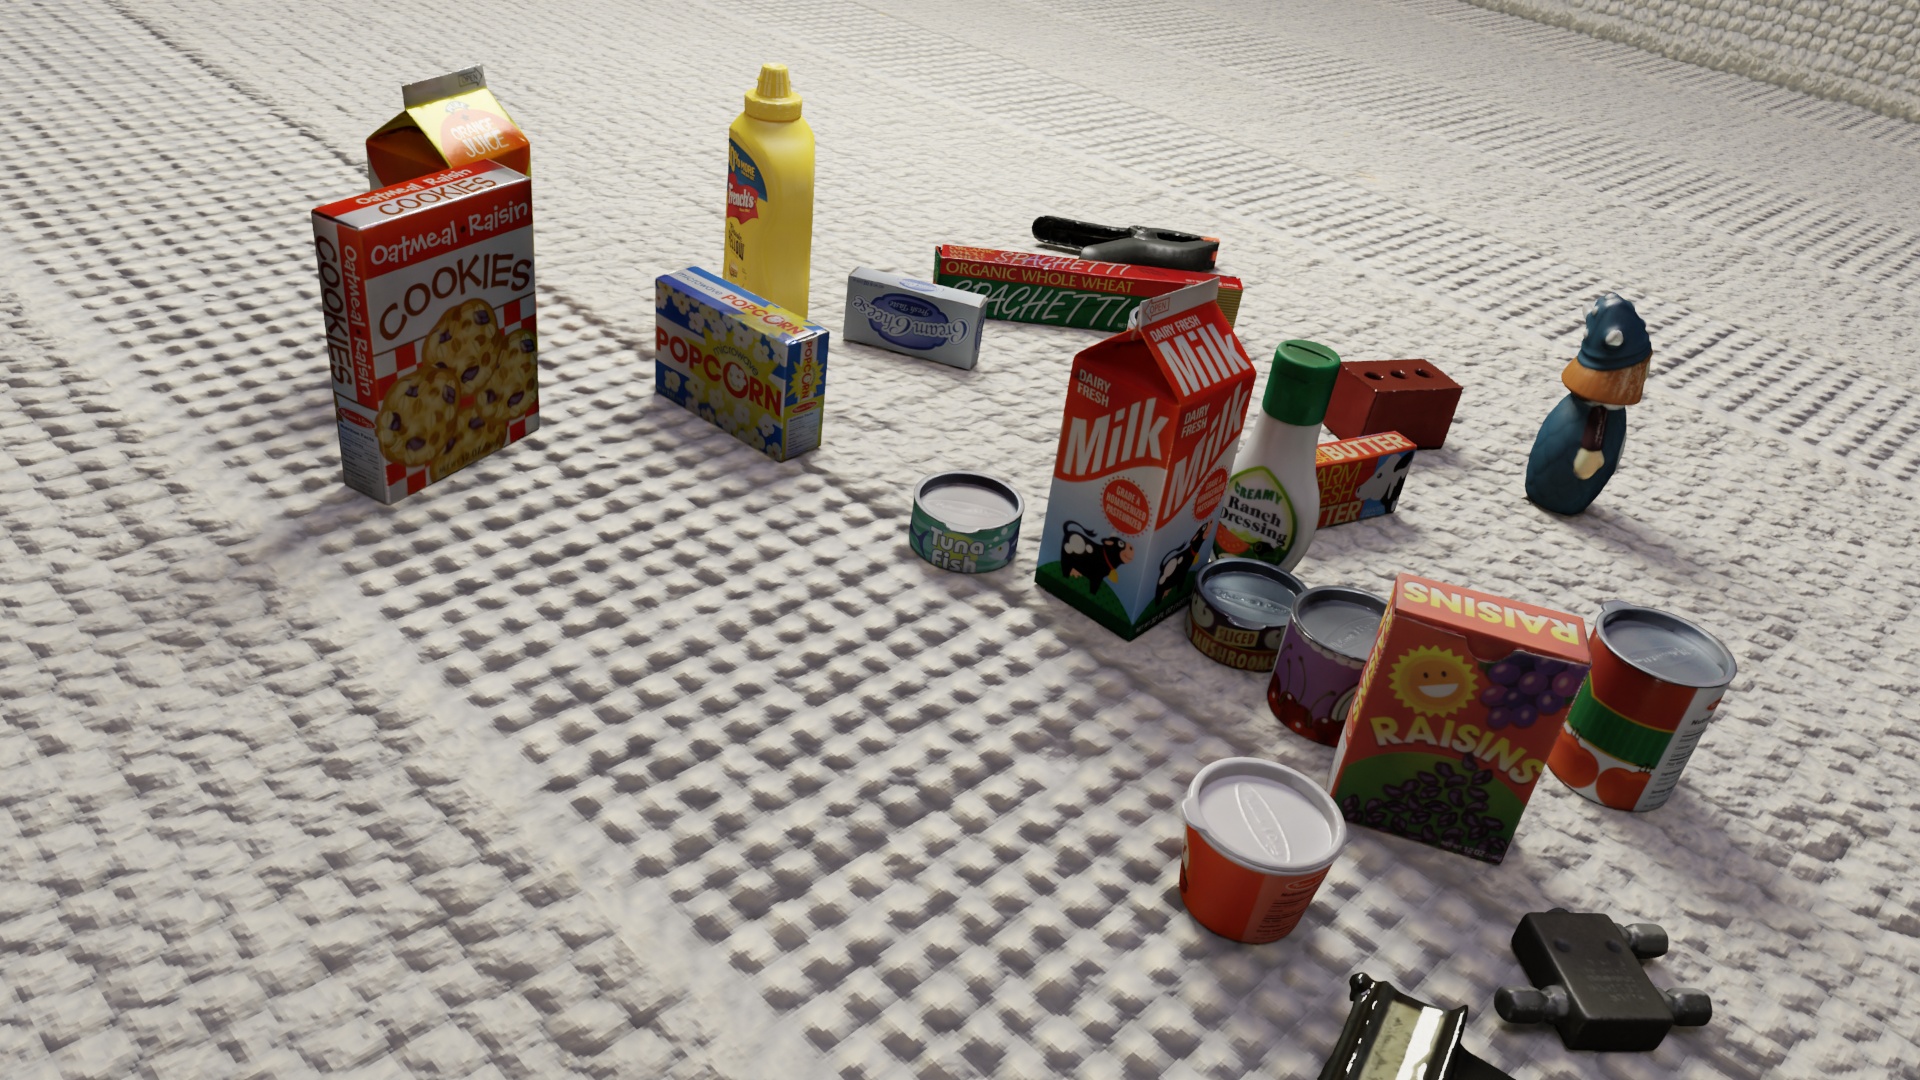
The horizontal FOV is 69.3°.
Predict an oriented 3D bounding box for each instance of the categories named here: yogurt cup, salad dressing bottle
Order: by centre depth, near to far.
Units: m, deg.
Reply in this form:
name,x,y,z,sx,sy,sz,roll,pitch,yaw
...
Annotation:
name,x,y,z,sx,sy,sz,roll,pitch,yaw
yogurt cup,0.127,0.136,0.601,0.072,0.053,0.073,6,32,-4
salad dressing bottle,0.184,-0.043,0.808,0.064,0.146,0.044,26,36,25

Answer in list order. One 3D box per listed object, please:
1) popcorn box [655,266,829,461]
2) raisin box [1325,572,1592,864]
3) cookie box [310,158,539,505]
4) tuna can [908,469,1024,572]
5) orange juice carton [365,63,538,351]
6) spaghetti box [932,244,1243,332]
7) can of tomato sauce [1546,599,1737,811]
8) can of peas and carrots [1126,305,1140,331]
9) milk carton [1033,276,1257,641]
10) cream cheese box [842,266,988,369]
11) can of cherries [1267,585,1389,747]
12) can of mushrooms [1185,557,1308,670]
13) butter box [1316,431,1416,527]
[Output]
name,x,y,z,sx,sy,sz,roll,pitch,yaw
popcorn box,-0.145,-0.117,0.903,0.127,0.084,0.038,29,37,29
raisin box,0.226,0.083,0.642,0.086,0.122,0.040,15,33,11
cookie box,-0.302,-0.121,0.798,0.040,0.166,0.123,22,34,20
tuna can,0.003,-0.010,0.821,0.071,0.032,0.071,6,32,-4
orange juice carton,-0.328,-0.206,0.900,0.073,0.191,0.072,20,34,18
spaghetti box,0.101,-0.199,1.124,0.250,0.050,0.029,5,32,-5
can of tomato sauce,0.340,0.084,0.705,0.071,0.082,0.071,6,32,-4
can of peas and carrots,0.155,-0.136,1.028,0.071,0.058,0.071,6,32,-4
milk carton,0.102,-0.049,0.758,0.073,0.189,0.072,32,39,32
cream cheese box,-0.034,-0.166,1.036,0.104,0.053,0.024,15,33,10
can of cherries,0.200,0.067,0.722,0.071,0.058,0.072,6,32,-4
can of mushrooms,0.160,0.042,0.775,0.071,0.033,0.071,6,32,-4
butter box,0.245,-0.038,0.901,0.104,0.052,0.024,-10,37,-27
